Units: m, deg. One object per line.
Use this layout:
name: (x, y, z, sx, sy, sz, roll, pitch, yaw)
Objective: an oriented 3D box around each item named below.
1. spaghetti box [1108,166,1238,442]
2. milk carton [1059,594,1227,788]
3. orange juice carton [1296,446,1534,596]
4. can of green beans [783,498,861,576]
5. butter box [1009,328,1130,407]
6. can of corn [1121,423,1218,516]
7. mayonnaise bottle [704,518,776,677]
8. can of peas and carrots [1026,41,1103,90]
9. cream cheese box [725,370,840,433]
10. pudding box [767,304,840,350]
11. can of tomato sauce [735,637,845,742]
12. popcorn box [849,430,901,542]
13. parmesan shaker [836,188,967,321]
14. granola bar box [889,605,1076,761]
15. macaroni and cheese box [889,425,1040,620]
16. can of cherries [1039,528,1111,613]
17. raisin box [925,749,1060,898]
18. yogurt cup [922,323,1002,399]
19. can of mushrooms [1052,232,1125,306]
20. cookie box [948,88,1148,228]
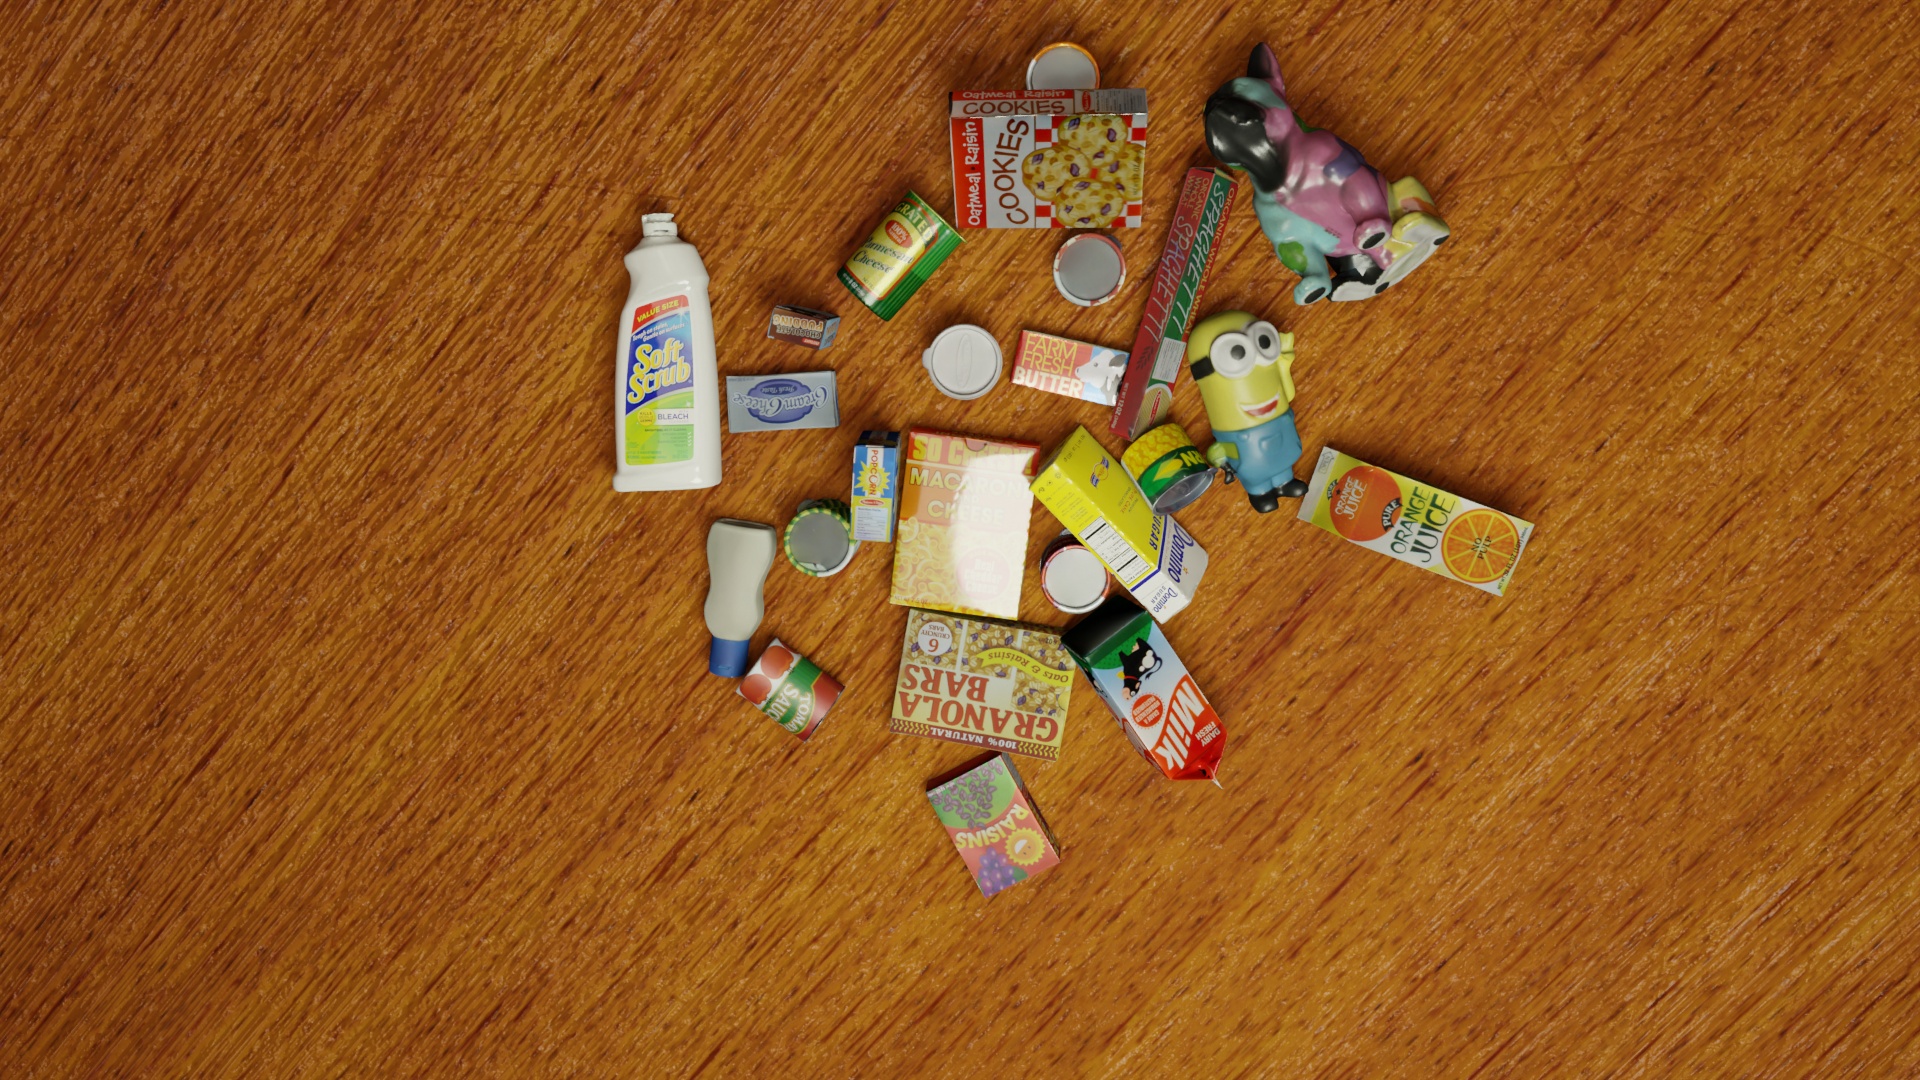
spaghetti box: (0.193, -0.210, 1.253, 0.029, 0.050, 0.249, 24, 102, 35)
milk carton: (0.180, 0.150, 1.289, 0.073, 0.072, 0.190, -37, 107, -6)
orange juice carton: (0.408, -0.020, 1.263, 0.193, 0.073, 0.071, 20, 101, 0)
can of green beans: (-0.129, -0.003, 1.305, 0.071, 0.058, 0.071, 1, 100, 3)
butter box: (0.101, -0.160, 1.283, 0.103, 0.024, 0.053, 12, 100, 1)
can of corn: (0.190, -0.066, 1.262, 0.071, 0.071, 0.058, -34, 67, 8)
mayonnaise bottle: (-0.215, 0.056, 1.330, 0.065, 0.041, 0.147, 9, 101, 3)
can of peas and carrots: (0.093, -0.403, 1.225, 0.071, 0.059, 0.070, 1, 100, 3)
cream cheese box: (-0.167, -0.131, 1.303, 0.104, 0.024, 0.053, -3, 100, 4)
pudding box: (-0.142, -0.194, 1.261, 0.050, 0.084, 0.030, 15, 101, 0)
can of tomato sauce: (-0.163, 0.143, 1.326, 0.083, 0.071, 0.071, 37, 100, -3)
popcorn box: (-0.076, -0.051, 1.259, 0.038, 0.127, 0.085, 4, 100, -1)
parmesan shaker: (-0.053, -0.255, 1.253, 0.071, 0.071, 0.103, 42, 99, -4)
granola bar box: (0.023, 0.135, 1.329, 0.166, 0.039, 0.124, 10, 100, 2)
macaroni and cheese box: (0.005, -0.016, 1.304, 0.124, 0.040, 0.166, 7, 100, 1)
can of cherries: (0.106, 0.028, 1.296, 0.071, 0.058, 0.071, 1, 100, 3)
raisin box: (0.032, 0.274, 1.352, 0.086, 0.040, 0.123, -29, 96, 7)
yogurt cup: (0.005, -0.165, 1.272, 0.072, 0.054, 0.072, 1, 100, 3)
can of mushrooms: (0.118, -0.248, 1.262, 0.071, 0.033, 0.071, 1, 99, 4)
cookie box: (0.076, -0.332, 1.213, 0.167, 0.040, 0.122, 0, 143, 3)
